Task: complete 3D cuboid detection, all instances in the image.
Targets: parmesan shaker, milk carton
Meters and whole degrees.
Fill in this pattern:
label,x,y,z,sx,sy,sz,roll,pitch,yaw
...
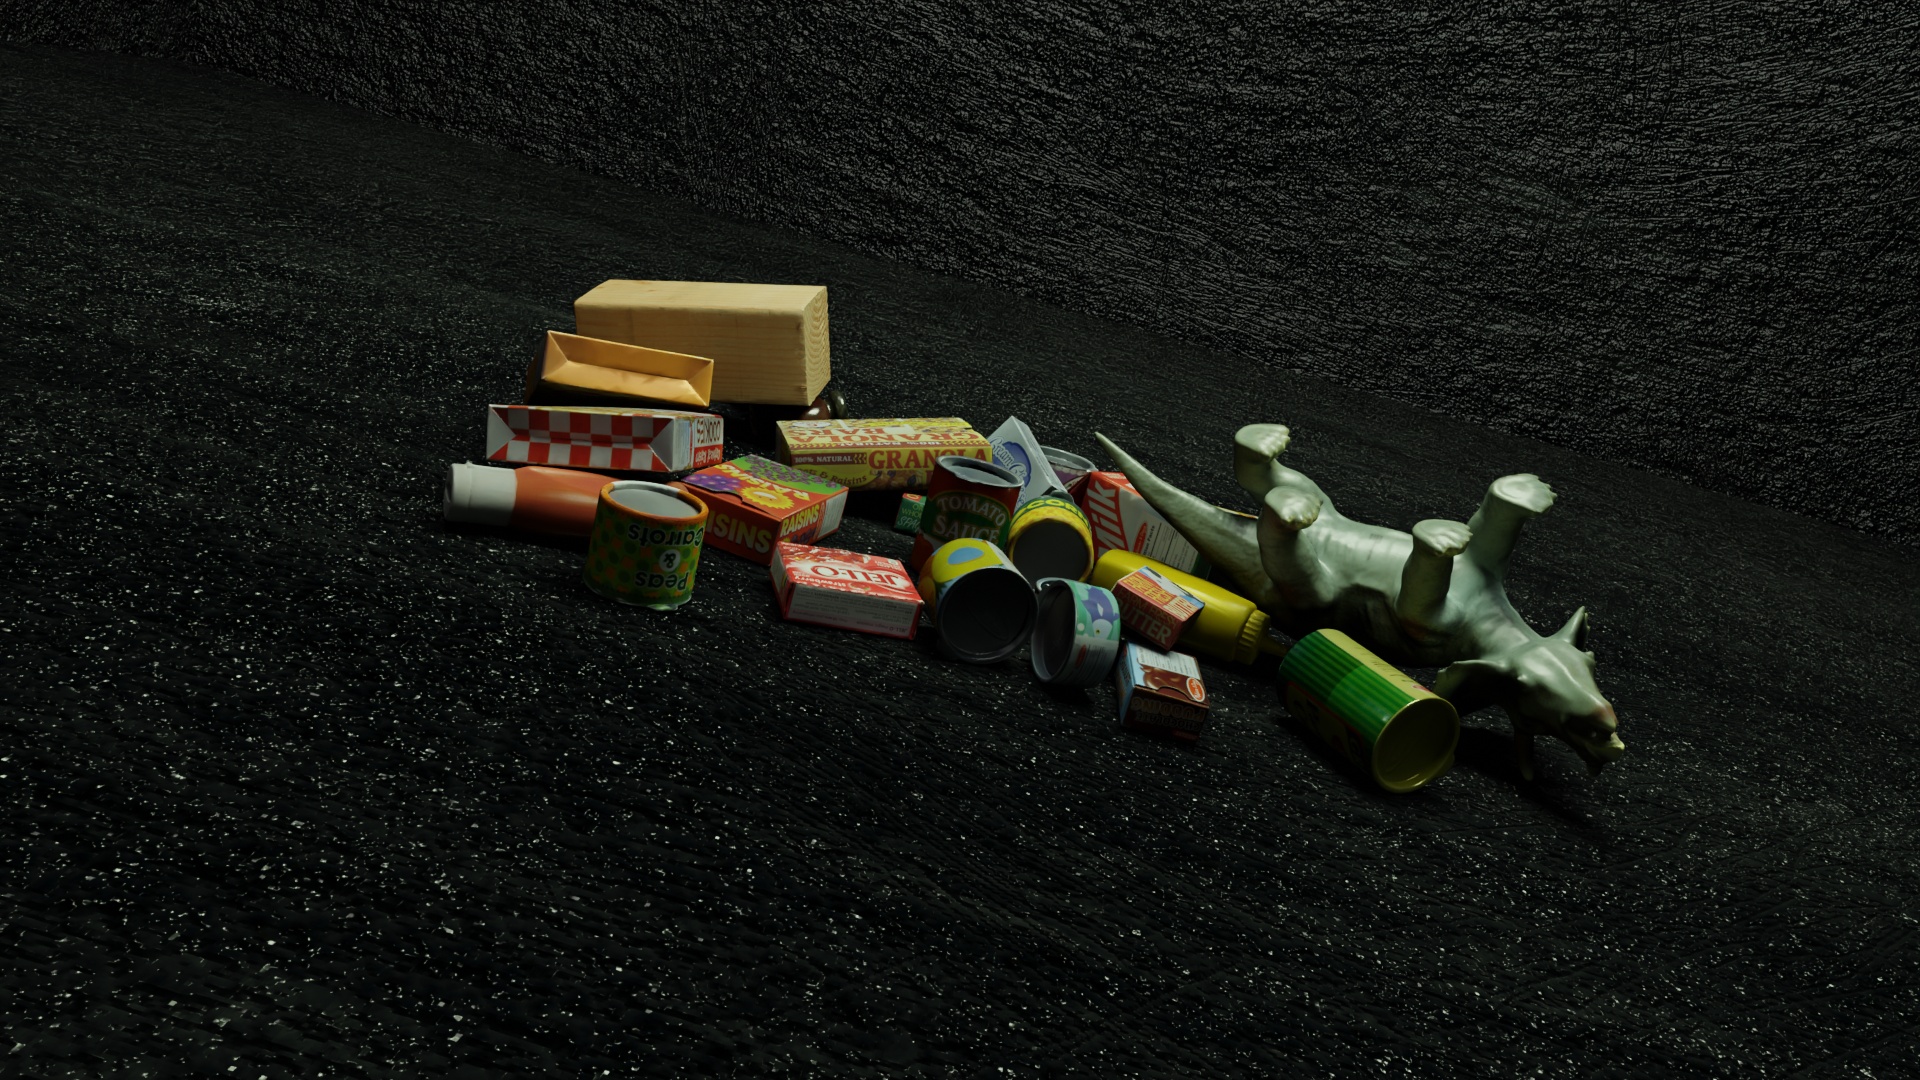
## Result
label,x,y,z,sx,sy,sz,roll,pitch,yaw
parmesan shaker,0.260,0.109,0.891,0.071,0.071,0.103,7,17,-27
milk carton,0.159,-0.006,1.160,0.072,0.073,0.191,1,21,-41

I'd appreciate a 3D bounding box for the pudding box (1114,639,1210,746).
label,x,y,z,sx,sy,sz,roll,pitch,yaw
pudding box,0.125,0.094,0.875,0.050,0.030,0.084,16,16,-2

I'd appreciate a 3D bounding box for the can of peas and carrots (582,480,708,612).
label,x,y,z,sx,sy,sz,roll,pitch,yaw
can of peas and carrots,-0.189,0.002,0.839,0.071,0.058,0.071,14,16,-4

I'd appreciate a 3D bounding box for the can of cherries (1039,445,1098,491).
label,x,y,z,sx,sy,sz,roll,pitch,yaw
can of cherries,0.084,-0.048,1.258,0.071,0.058,0.072,15,15,-4

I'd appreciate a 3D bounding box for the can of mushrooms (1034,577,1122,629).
label,x,y,z,sx,sy,sz,roll,pitch,yaw
can of mushrooms,0.081,0.054,0.961,0.071,0.033,0.071,15,16,-4

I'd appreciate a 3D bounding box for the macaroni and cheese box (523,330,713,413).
label,x,y,z,sx,sy,sz,roll,pitch,yaw
macaroni and cheese box,-0.273,-0.122,1.094,0.124,0.040,0.166,8,-6,-21

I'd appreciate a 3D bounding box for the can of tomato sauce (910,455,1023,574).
label,x,y,z,sx,sy,sz,roll,pitch,yaw
can of tomato sauce,0.004,-0.013,1.022,0.071,0.082,0.071,14,16,-4

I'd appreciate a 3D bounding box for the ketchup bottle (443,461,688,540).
label,x,y,z,sx,sy,sz,roll,pitch,yaw
ketchup bottle,-0.252,-0.024,0.894,0.149,0.043,0.065,7,13,-27

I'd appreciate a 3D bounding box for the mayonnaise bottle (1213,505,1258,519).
label,x,y,z,sx,sy,sz,roll,pitch,yaw
mayonnaise bottle,0.216,-0.017,1.304,0.148,0.041,0.065,15,18,-4

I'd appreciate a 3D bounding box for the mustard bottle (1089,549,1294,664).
label,x,y,z,sx,sy,sz,roll,pitch,yaw
mustard bottle,0.173,0.055,1.016,0.160,0.048,0.065,24,16,22

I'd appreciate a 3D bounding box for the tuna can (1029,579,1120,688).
label,x,y,z,sx,sy,sz,roll,pitch,yaw
tuna can,0.071,0.058,0.878,0.033,0.071,0.071,11,16,-20

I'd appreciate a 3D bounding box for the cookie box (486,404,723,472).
label,x,y,z,sx,sy,sz,roll,pitch,yaw
cookie box,-0.244,-0.074,0.979,0.123,0.040,0.167,4,5,1

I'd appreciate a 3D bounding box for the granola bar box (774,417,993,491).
label,x,y,z,sx,sy,sz,roll,pitch,yaw
granola bar box,-0.067,-0.073,1.159,0.166,0.039,0.124,-2,16,-13

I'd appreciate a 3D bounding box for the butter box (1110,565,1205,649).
label,x,y,z,sx,sy,sz,roll,pitch,yaw
butter box,0.132,0.044,0.943,0.053,0.024,0.104,32,13,13

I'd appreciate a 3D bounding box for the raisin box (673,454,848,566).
label,x,y,z,sx,sy,sz,roll,pitch,yaw
raisin box,-0.145,-0.024,1.004,0.086,0.040,0.124,20,18,13

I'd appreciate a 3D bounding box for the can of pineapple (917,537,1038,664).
label,x,y,z,sx,sy,sz,roll,pitch,yaw
can of pineapple,0.008,0.039,0.891,0.071,0.070,0.058,10,16,-19

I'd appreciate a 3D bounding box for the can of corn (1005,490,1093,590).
label,x,y,z,sx,sy,sz,roll,pitch,yaw
can of corn,0.068,0.003,1.052,0.071,0.071,0.058,15,17,-2

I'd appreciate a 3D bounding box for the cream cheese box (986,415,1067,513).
label,x,y,z,sx,sy,sz,roll,pitch,yaw
cream cheese box,0.051,-0.058,1.212,0.024,0.053,0.104,32,22,-40

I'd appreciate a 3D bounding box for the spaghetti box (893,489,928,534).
label,x,y,z,sx,sy,sz,roll,pitch,yaw
spaghetti box,-0.009,-0.045,1.215,0.050,0.028,0.251,16,16,4
